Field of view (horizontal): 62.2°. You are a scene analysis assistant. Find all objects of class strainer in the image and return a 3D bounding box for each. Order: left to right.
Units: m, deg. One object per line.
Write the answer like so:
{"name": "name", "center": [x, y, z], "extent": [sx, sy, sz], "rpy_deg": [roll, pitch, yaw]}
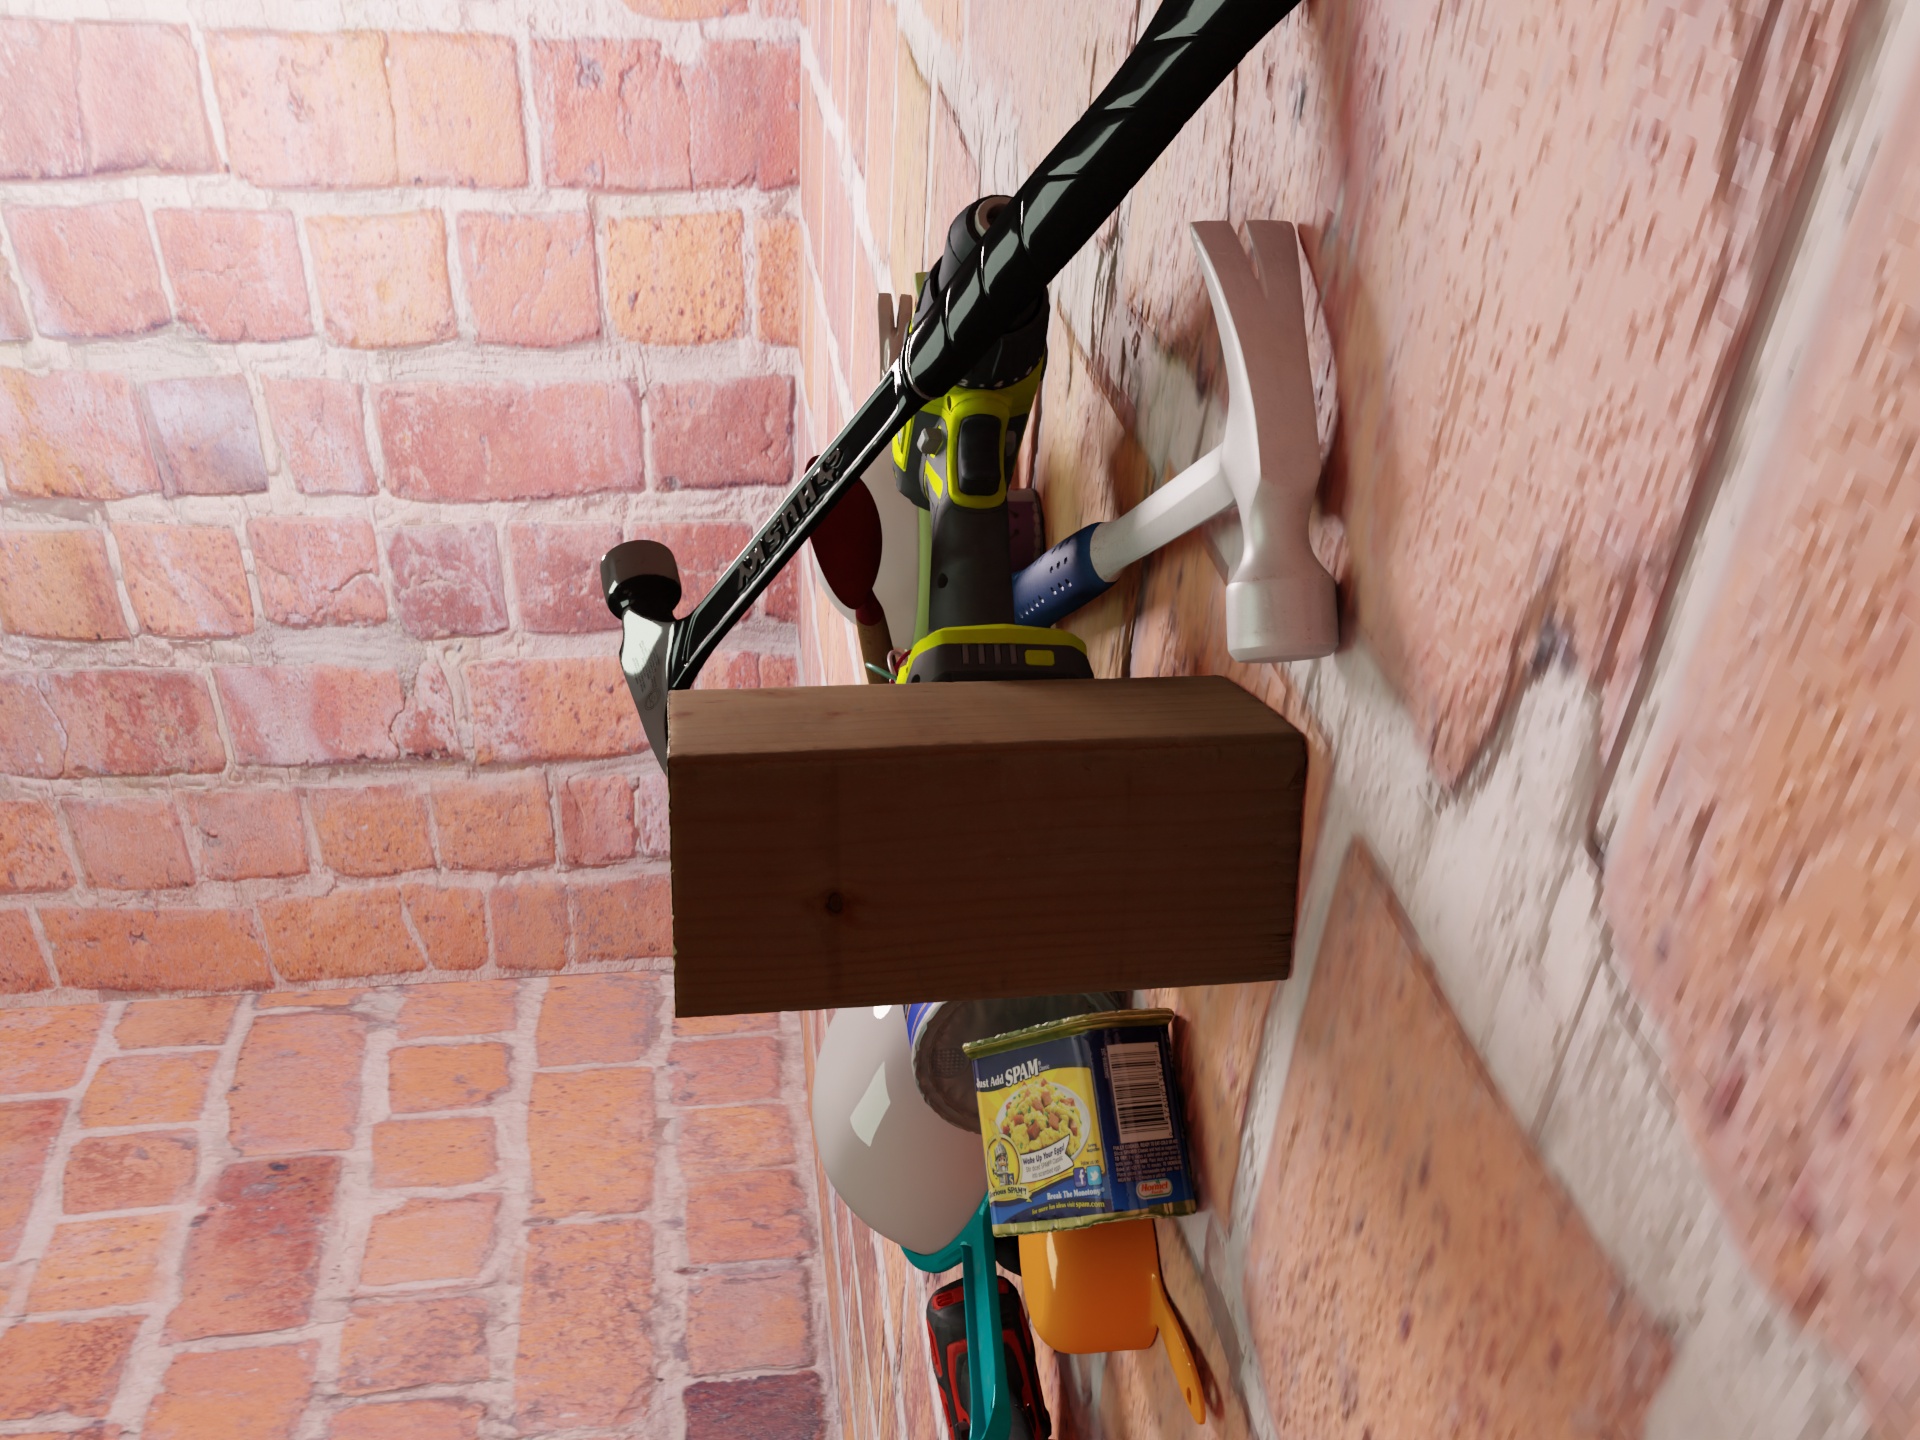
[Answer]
{"name": "strainer", "center": [-0.049, -0.140, 0.886], "extent": [0.256, 0.069, 0.152], "rpy_deg": [97, 169, -52]}
{"name": "strainer", "center": [-0.029, 0.246, 0.896], "extent": [0.341, 0.095, 0.211], "rpy_deg": [-97, 31, -57]}

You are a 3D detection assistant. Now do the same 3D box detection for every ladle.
{"name": "ladle", "center": [-0.046, -0.044, 0.834], "extent": [0.315, 0.031, 0.069], "rpy_deg": [83, -176, -69]}

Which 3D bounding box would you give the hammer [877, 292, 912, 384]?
{"name": "hammer", "center": [-0.069, -0.219, 1.252], "extent": [0.359, 0.036, 0.149], "rpy_deg": [-82, -5, -60]}

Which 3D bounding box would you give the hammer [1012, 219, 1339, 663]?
{"name": "hammer", "center": [0.066, -0.079, 0.675], "extent": [0.405, 0.035, 0.144], "rpy_deg": [160, 107, -80]}

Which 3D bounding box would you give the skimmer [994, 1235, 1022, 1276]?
{"name": "skimmer", "center": [0.026, 0.296, 0.999], "extent": [0.127, 0.090, 0.363], "rpy_deg": [66, 159, -2]}

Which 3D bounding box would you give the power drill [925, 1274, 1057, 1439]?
{"name": "power drill", "center": [0.033, 0.430, 0.856], "extent": [0.227, 0.080, 0.188], "rpy_deg": [-137, 35, -81]}

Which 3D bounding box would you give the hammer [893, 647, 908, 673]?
{"name": "hammer", "center": [-0.052, 0.011, 1.175], "extent": [0.146, 0.038, 0.410], "rpy_deg": [-56, -26, -62]}

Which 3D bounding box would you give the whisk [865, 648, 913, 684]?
{"name": "whisk", "center": [-0.003, -0.002, 0.865], "extent": [0.245, 0.051, 0.047], "rpy_deg": [28, -104, -75]}

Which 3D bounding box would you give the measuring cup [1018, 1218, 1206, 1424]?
{"name": "measuring cup", "center": [0.063, 0.260, 0.710], "extent": [0.174, 0.052, 0.095], "rpy_deg": [-126, 35, -77]}

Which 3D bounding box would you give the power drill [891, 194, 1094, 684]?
{"name": "power drill", "center": [0.009, -0.087, 0.682], "extent": [0.190, 0.080, 0.229], "rpy_deg": [108, 161, -67]}

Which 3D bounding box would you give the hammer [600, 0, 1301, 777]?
{"name": "hammer", "center": [-0.023, -0.121, 0.609], "extent": [0.409, 0.036, 0.149], "rpy_deg": [-43, 51, 35]}
